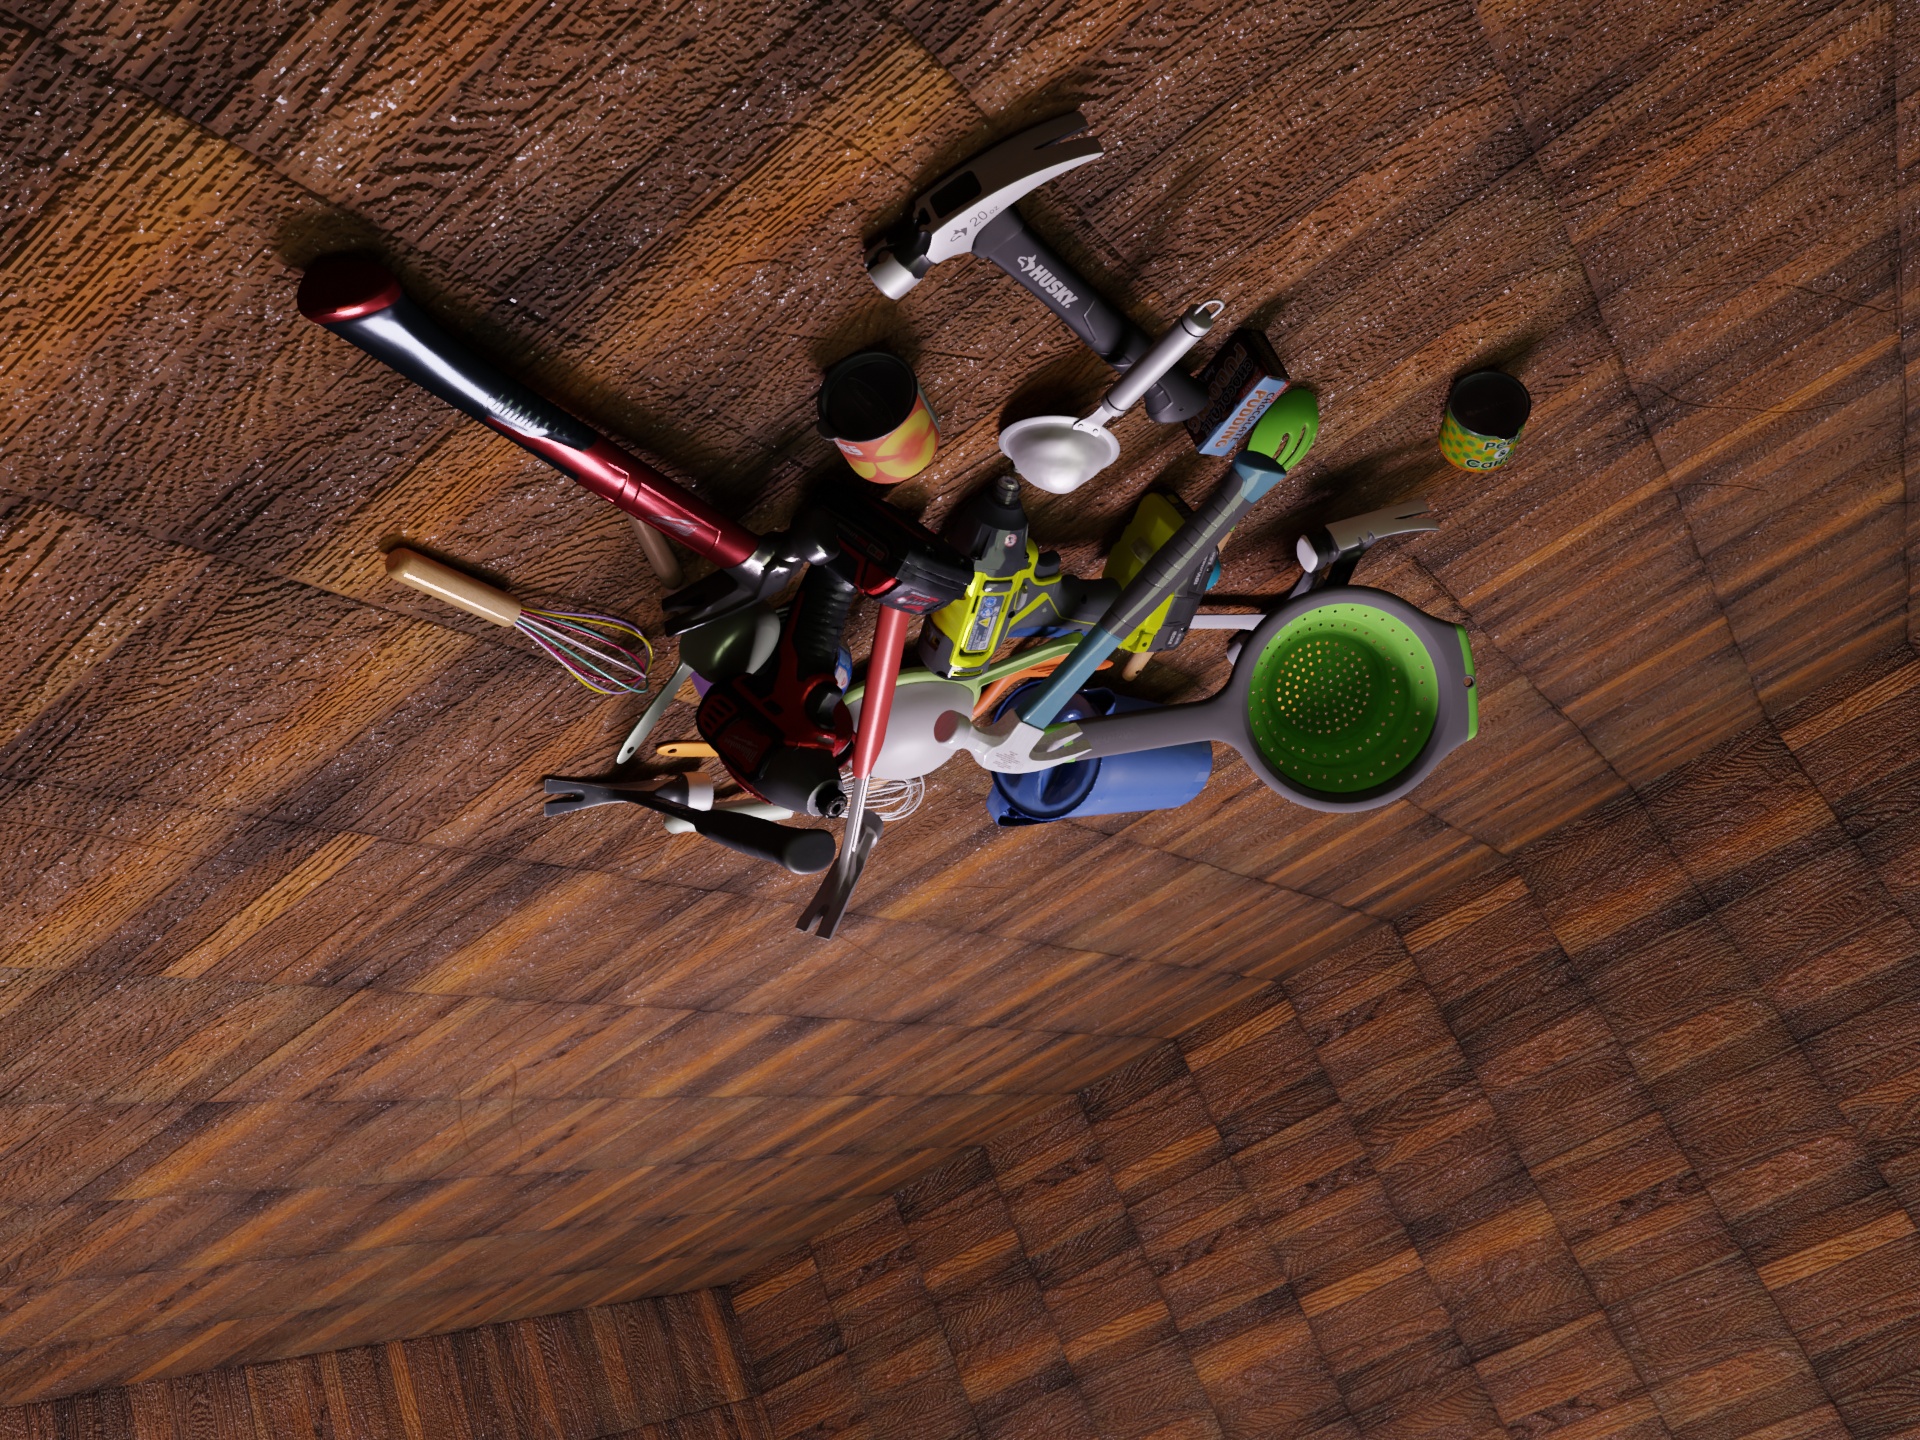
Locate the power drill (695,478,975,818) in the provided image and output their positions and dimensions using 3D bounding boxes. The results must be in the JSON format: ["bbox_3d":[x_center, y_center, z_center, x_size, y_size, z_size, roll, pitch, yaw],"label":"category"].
[{"bbox_3d":[-0.091,-0.043,1.117,0.078,0.143,0.219,14,111,-52],"label":"power drill"}]

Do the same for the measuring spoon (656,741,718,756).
[{"bbox_3d":[-0.214,0.029,1.381,0.116,0.011,0.021,4,143,-46],"label":"measuring spoon"}]

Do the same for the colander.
[{"bbox_3d":[0.261,-0.012,1.454,0.397,0.204,0.094,-9,-172,1],"label":"colander"}]

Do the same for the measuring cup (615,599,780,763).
[{"bbox_3d":[-0.196,-0.025,1.183,0.167,0.038,0.083,-52,159,4],"label":"measuring cup"}]

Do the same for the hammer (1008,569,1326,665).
[{"bbox_3d":[0.173,-0.095,1.450,0.405,0.035,0.144,-3,148,-39],"label":"hammer"}]

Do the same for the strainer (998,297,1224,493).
[{"bbox_3d":[0.099,-0.210,1.072,0.086,0.050,0.258,13,154,-23],"label":"strainer"}]

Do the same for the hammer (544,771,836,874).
[{"bbox_3d":[-0.197,0.073,1.197,0.149,0.036,0.409,0,-177,-28],"label":"hammer"}]

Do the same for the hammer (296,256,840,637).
[{"bbox_3d":[-0.234,-0.150,0.940,0.143,0.038,0.386,-25,152,22],"label":"hammer"}]

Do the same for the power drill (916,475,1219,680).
[{"bbox_3d":[0.086,-0.118,1.262,0.223,0.080,0.171,-6,133,-29],"label":"power drill"}]

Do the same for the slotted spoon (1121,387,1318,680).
[{"bbox_3d":[0.211,-0.144,1.332,0.070,0.031,0.313,-8,142,-37],"label":"slotted spoon"}]

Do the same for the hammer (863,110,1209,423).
[{"bbox_3d":[0.086,-0.267,1.027,0.146,0.035,0.334,-33,154,21],"label":"hammer"}]

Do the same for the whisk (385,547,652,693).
[{"bbox_3d":[-0.294,-0.064,1.089,0.047,0.051,0.244,-27,153,21],"label":"whisk"}]

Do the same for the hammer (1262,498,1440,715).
[{"bbox_3d":[0.349,-0.094,1.525,0.127,0.034,0.336,-17,155,-11],"label":"hammer"}]

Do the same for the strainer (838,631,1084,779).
[{"bbox_3d":[-0.002,-0.004,1.387,0.256,0.069,0.151,-21,158,20],"label":"strainer"}]

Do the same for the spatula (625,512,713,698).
[{"bbox_3d":[-0.196,-0.081,1.168,0.060,0.018,0.315,-32,157,-7],"label":"spatula"}]

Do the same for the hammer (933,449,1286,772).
[{"bbox_3d":[0.126,-0.081,1.242,0.128,0.033,0.331,24,117,-41],"label":"hammer"}]

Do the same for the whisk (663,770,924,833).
[{"bbox_3d":[-0.152,0.076,1.478,0.246,0.059,0.058,-8,-173,-15],"label":"whisk"}]

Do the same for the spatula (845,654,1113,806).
[{"bbox_3d":[-0.003,0.011,1.499,0.322,0.041,0.081,-36,155,26],"label":"spatula"}]

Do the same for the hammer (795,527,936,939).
[{"bbox_3d":[-0.072,0.003,1.260,0.037,0.149,0.358,18,126,6],"label":"hammer"}]

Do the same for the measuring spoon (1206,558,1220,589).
[{"bbox_3d":[0.179,-0.112,1.387,0.128,0.021,0.042,-30,117,-21],"label":"measuring spoon"}]
